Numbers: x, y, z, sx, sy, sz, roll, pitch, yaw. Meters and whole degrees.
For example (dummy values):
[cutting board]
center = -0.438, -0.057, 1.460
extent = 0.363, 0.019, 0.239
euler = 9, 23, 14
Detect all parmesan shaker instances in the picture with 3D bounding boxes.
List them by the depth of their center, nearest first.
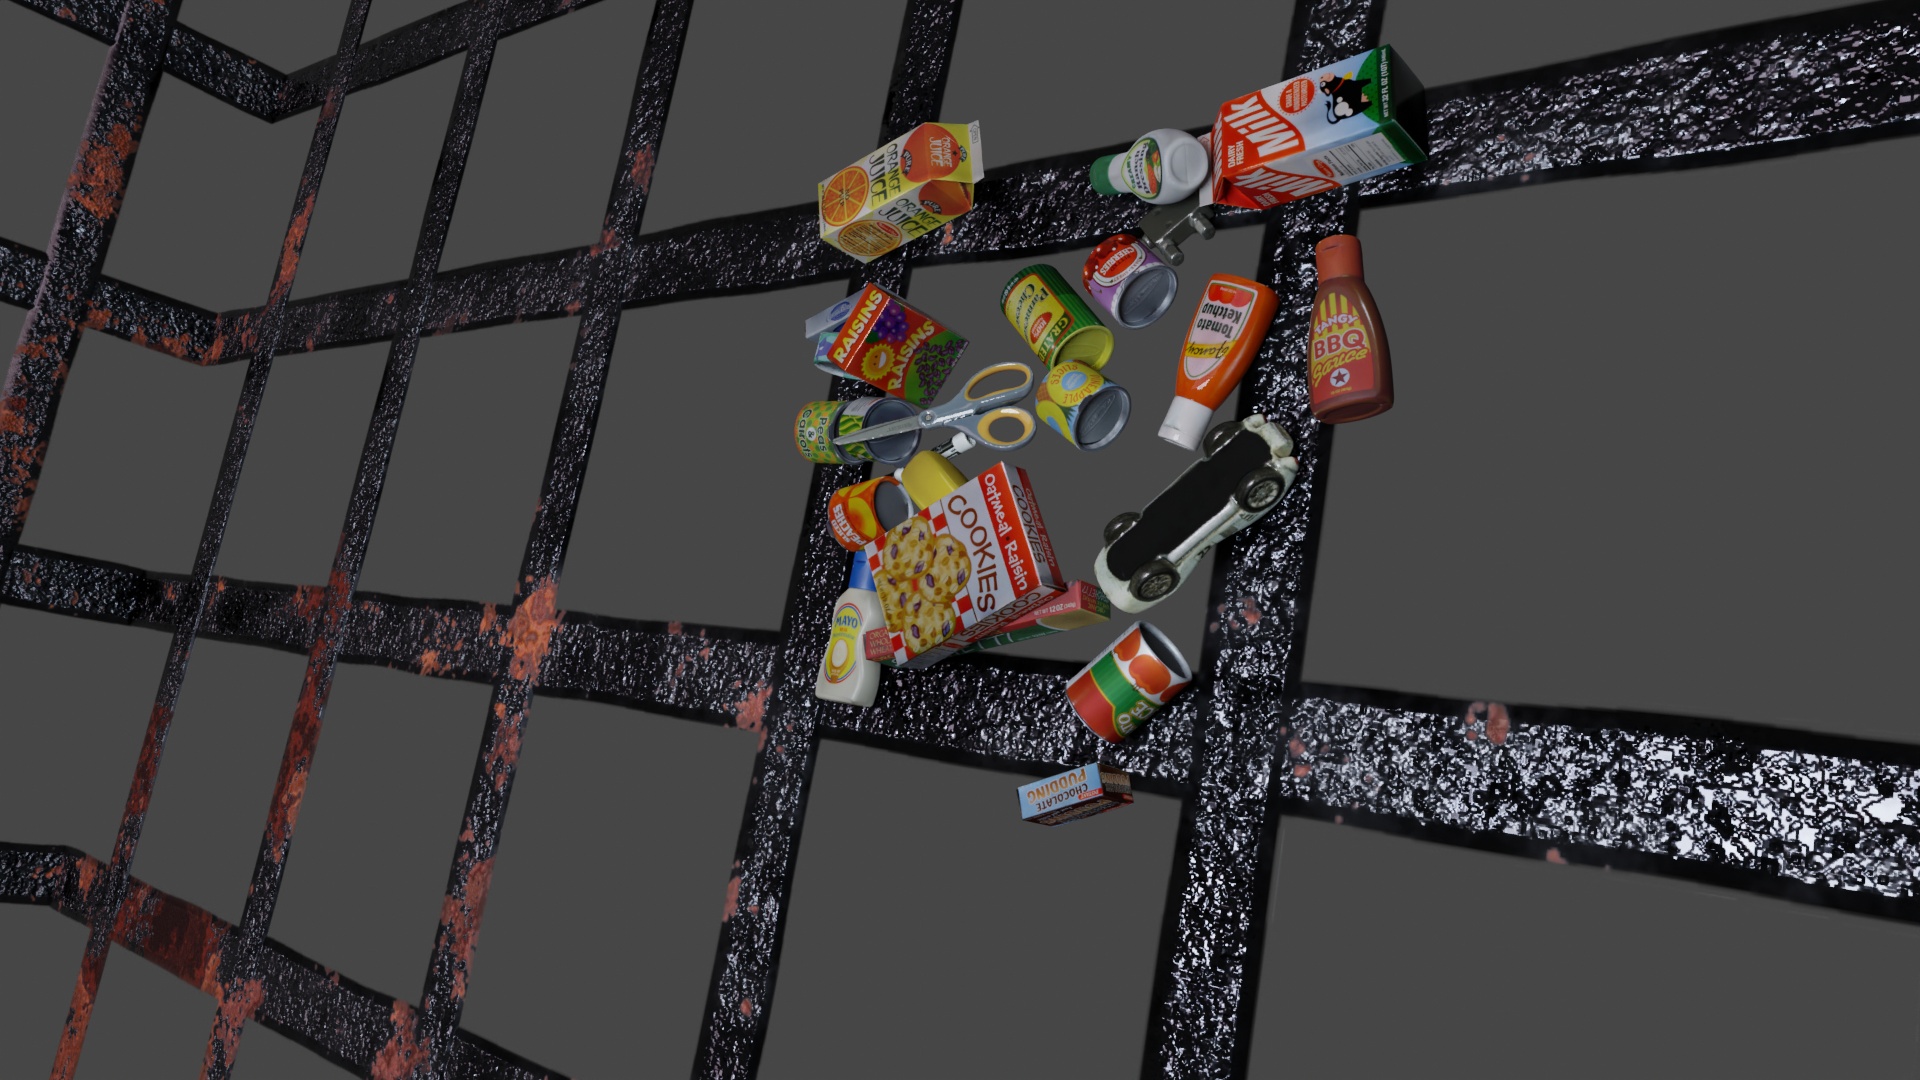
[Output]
[parmesan shaker]
center = 0.087, -0.199, 1.284
extent = 0.071, 0.071, 0.103
euler = -47, 51, 18

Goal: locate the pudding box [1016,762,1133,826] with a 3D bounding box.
[pudding box]
center = 0.095, 0.211, 1.151
extent = 0.083, 0.049, 0.030
euler = -23, 60, 31

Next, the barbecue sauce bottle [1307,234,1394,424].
[barbecue sauce bottle]
center = 0.307, -0.170, 1.108
extent = 0.064, 0.043, 0.149
euler = -14, 67, 37

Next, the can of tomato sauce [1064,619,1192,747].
[can of tomato sauce]
center = 0.139, 0.117, 1.136
extent = 0.083, 0.071, 0.071
euler = -44, 53, 19

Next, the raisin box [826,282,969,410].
[raisin box]
center = -0.061, -0.189, 1.363
extent = 0.040, 0.123, 0.086
euler = 42, 104, 39

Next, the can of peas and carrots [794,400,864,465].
[can of peas and carrots]
center = -0.130, -0.111, 1.429
extent = 0.058, 0.071, 0.071
euler = 4, 79, 41

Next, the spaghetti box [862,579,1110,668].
[spaghetti box]
center = 0.019, 0.078, 1.258
extent = 0.249, 0.050, 0.029
euler = -16, 65, 35

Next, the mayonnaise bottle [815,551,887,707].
[mayonnaise bottle]
center = -0.100, 0.086, 1.358
extent = 0.064, 0.041, 0.148
euler = 2, 77, 42

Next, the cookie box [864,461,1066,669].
[cookie box]
center = 0.002, 0.024, 1.225
extent = 0.167, 0.040, 0.123
euler = -31, 63, 29

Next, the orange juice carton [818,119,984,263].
[orange juice carton]
center = -0.054, -0.368, 1.451
extent = 0.192, 0.073, 0.072
euler = -20, 64, 33

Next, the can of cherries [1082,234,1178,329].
[can of cherries]
center = 0.150, -0.233, 1.239
extent = 0.071, 0.071, 0.058
euler = -50, 51, 16

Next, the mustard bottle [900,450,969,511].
[mustard bottle]
center = 0.005, -0.016, 1.294
extent = 0.048, 0.065, 0.161
euler = -46, 57, 14

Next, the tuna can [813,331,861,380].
[tuna can]
center = -0.116, -0.192, 1.448
extent = 0.071, 0.071, 0.033
euler = 7, 82, 41

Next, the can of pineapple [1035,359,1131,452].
[can of pineapple]
center = 0.109, -0.122, 1.238
extent = 0.058, 0.071, 0.071
euler = 42, 103, 40

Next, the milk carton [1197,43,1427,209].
[milk carton]
center = 0.284, -0.336, 1.162
extent = 0.190, 0.073, 0.072
euler = -10, 70, 37

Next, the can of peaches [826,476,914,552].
[can of peaches]
center = -0.089, -0.025, 1.367
extent = 0.058, 0.071, 0.071
euler = -14, 67, 35

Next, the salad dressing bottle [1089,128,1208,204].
[salad dressing bottle]
center = 0.165, -0.332, 1.246
extent = 0.148, 0.044, 0.064
euler = -157, 57, -66

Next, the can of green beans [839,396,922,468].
[can of green beans]
center = -0.080, -0.110, 1.382
extent = 0.058, 0.071, 0.071
euler = 12, 83, 61

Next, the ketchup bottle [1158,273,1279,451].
[ketchup bottle]
center = 0.214, -0.149, 1.178
extent = 0.065, 0.043, 0.148
euler = 25, 93, 41

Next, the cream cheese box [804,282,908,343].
[cream cheese box]
center = -0.110, -0.233, 1.465
extent = 0.103, 0.053, 0.024
euler = -22, 61, 33
